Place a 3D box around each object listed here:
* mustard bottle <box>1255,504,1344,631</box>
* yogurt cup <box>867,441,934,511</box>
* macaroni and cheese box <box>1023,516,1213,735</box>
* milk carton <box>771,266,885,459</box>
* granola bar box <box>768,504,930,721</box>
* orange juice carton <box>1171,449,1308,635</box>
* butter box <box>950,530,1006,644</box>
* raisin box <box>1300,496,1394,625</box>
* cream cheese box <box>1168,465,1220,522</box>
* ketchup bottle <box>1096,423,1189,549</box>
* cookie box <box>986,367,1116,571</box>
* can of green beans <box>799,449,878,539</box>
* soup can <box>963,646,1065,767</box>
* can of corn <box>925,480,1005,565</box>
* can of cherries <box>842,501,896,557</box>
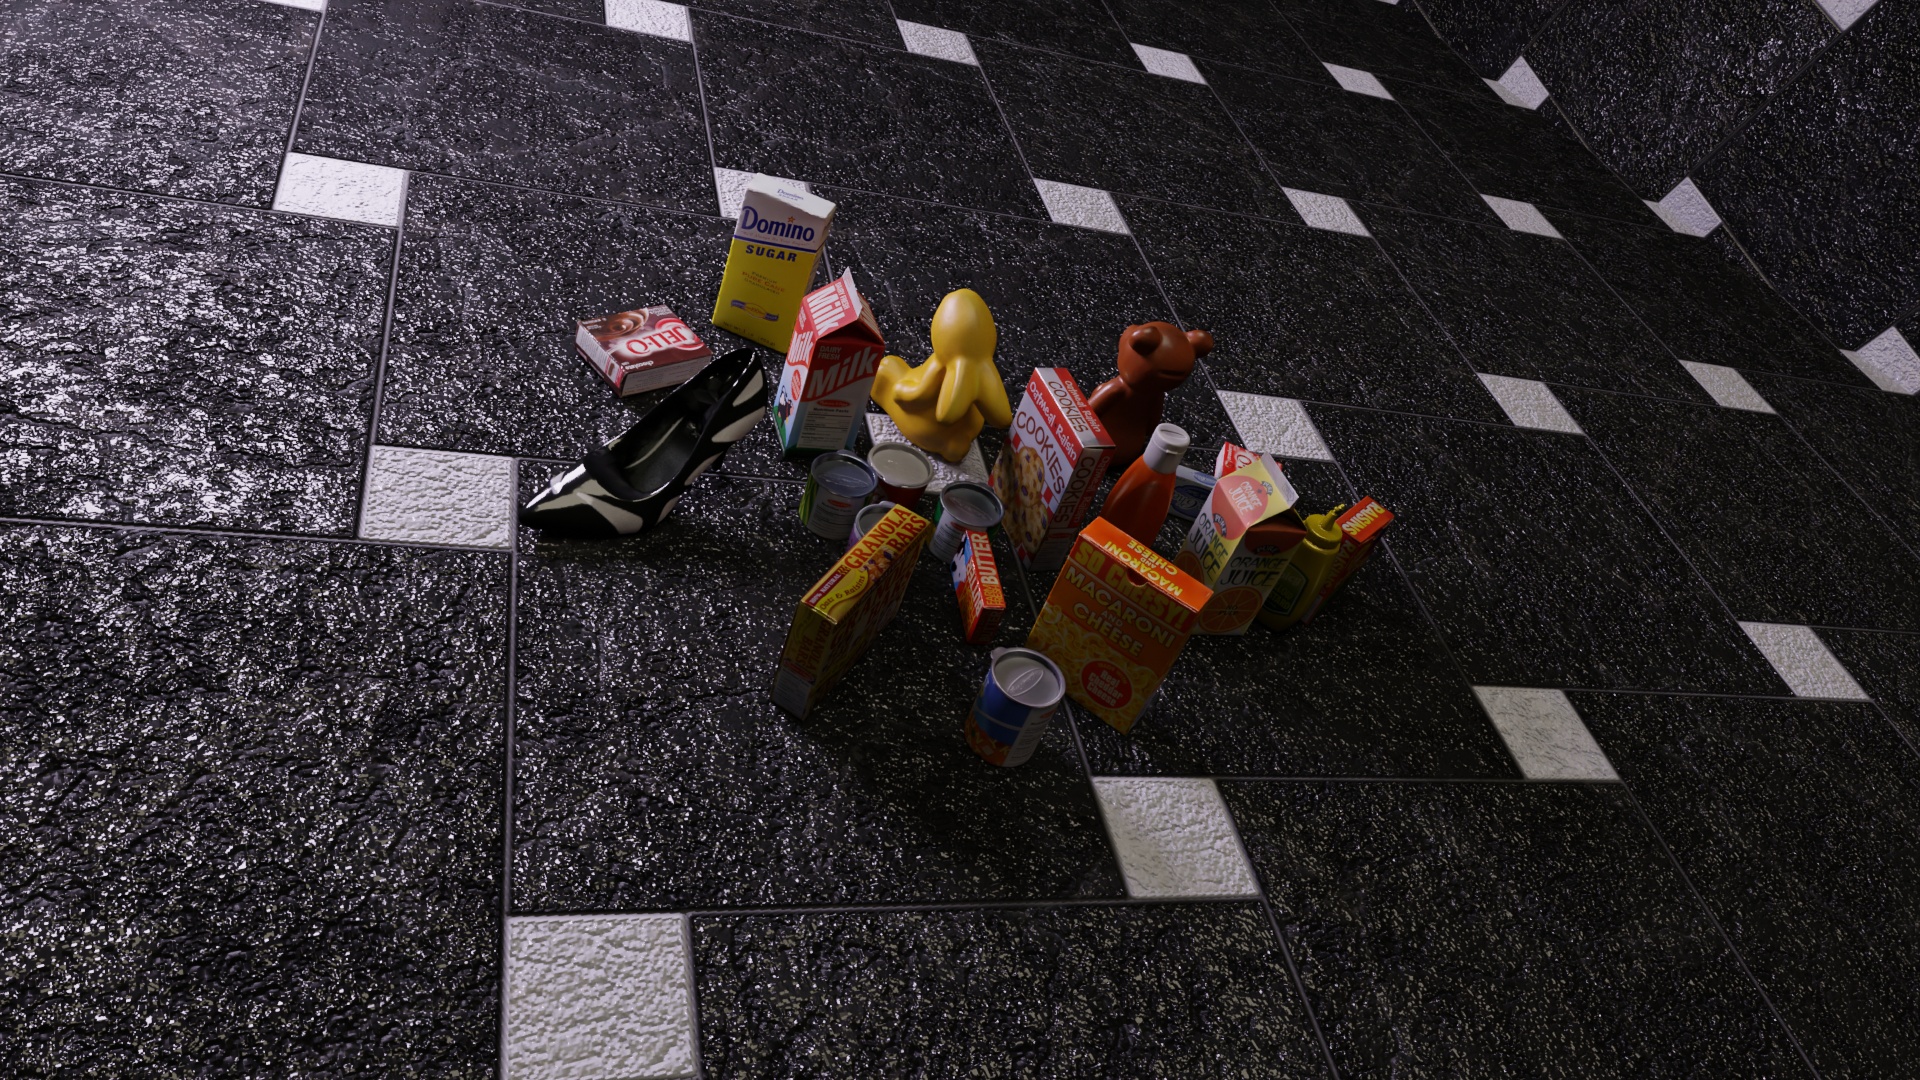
[{"bbox_3d":[0.345,0.021,1.408,0.065,0.159,0.049,39,42,19],"label":"mustard bottle"},{"bbox_3d":[-0.066,-0.058,1.391,0.072,0.053,0.073,13,40,-11],"label":"yogurt cup"},{"bbox_3d":[0.135,0.079,1.240,0.124,0.165,0.040,34,41,14],"label":"macaroni and cheese box"},{"bbox_3d":[-0.129,-0.175,1.387,0.073,0.189,0.072,2,43,-23],"label":"milk carton"},{"bbox_3d":[-0.095,0.059,1.189,0.039,0.123,0.166,30,40,10],"label":"granola bar box"},{"bbox_3d":[0.275,0.004,1.368,0.073,0.191,0.072,2,43,-23],"label":"orange juice carton"},{"bbox_3d":[0.016,0.044,1.313,0.024,0.052,0.104,6,42,-19],"label":"butter box"},{"bbox_3d":[0.396,0.021,1.460,0.040,0.122,0.086,40,42,21],"label":"raisin box"},{"bbox_3d":[0.260,-0.048,1.530,0.104,0.053,0.024,18,39,-5],"label":"cream cheese box"},{"bbox_3d":[0.191,-0.052,1.429,0.065,0.148,0.044,13,40,-11],"label":"ketchup bottle"},{"bbox_3d":[0.087,-0.071,1.387,0.040,0.166,0.123,-2,45,-27],"label":"cookie box"},{"bbox_3d":[-0.119,-0.043,1.346,0.071,0.057,0.071,13,40,-11],"label":"can of green beans"},{"bbox_3d":[0.043,0.142,1.191,0.071,0.083,0.072,13,40,-11],"label":"soup can"},{"bbox_3d":[0.005,-0.017,1.374,0.071,0.058,0.071,13,40,-11],"label":"can of corn"},{"bbox_3d":[-0.073,0.007,1.310,0.071,0.058,0.072,13,40,-11],"label":"can of cherries"}]
